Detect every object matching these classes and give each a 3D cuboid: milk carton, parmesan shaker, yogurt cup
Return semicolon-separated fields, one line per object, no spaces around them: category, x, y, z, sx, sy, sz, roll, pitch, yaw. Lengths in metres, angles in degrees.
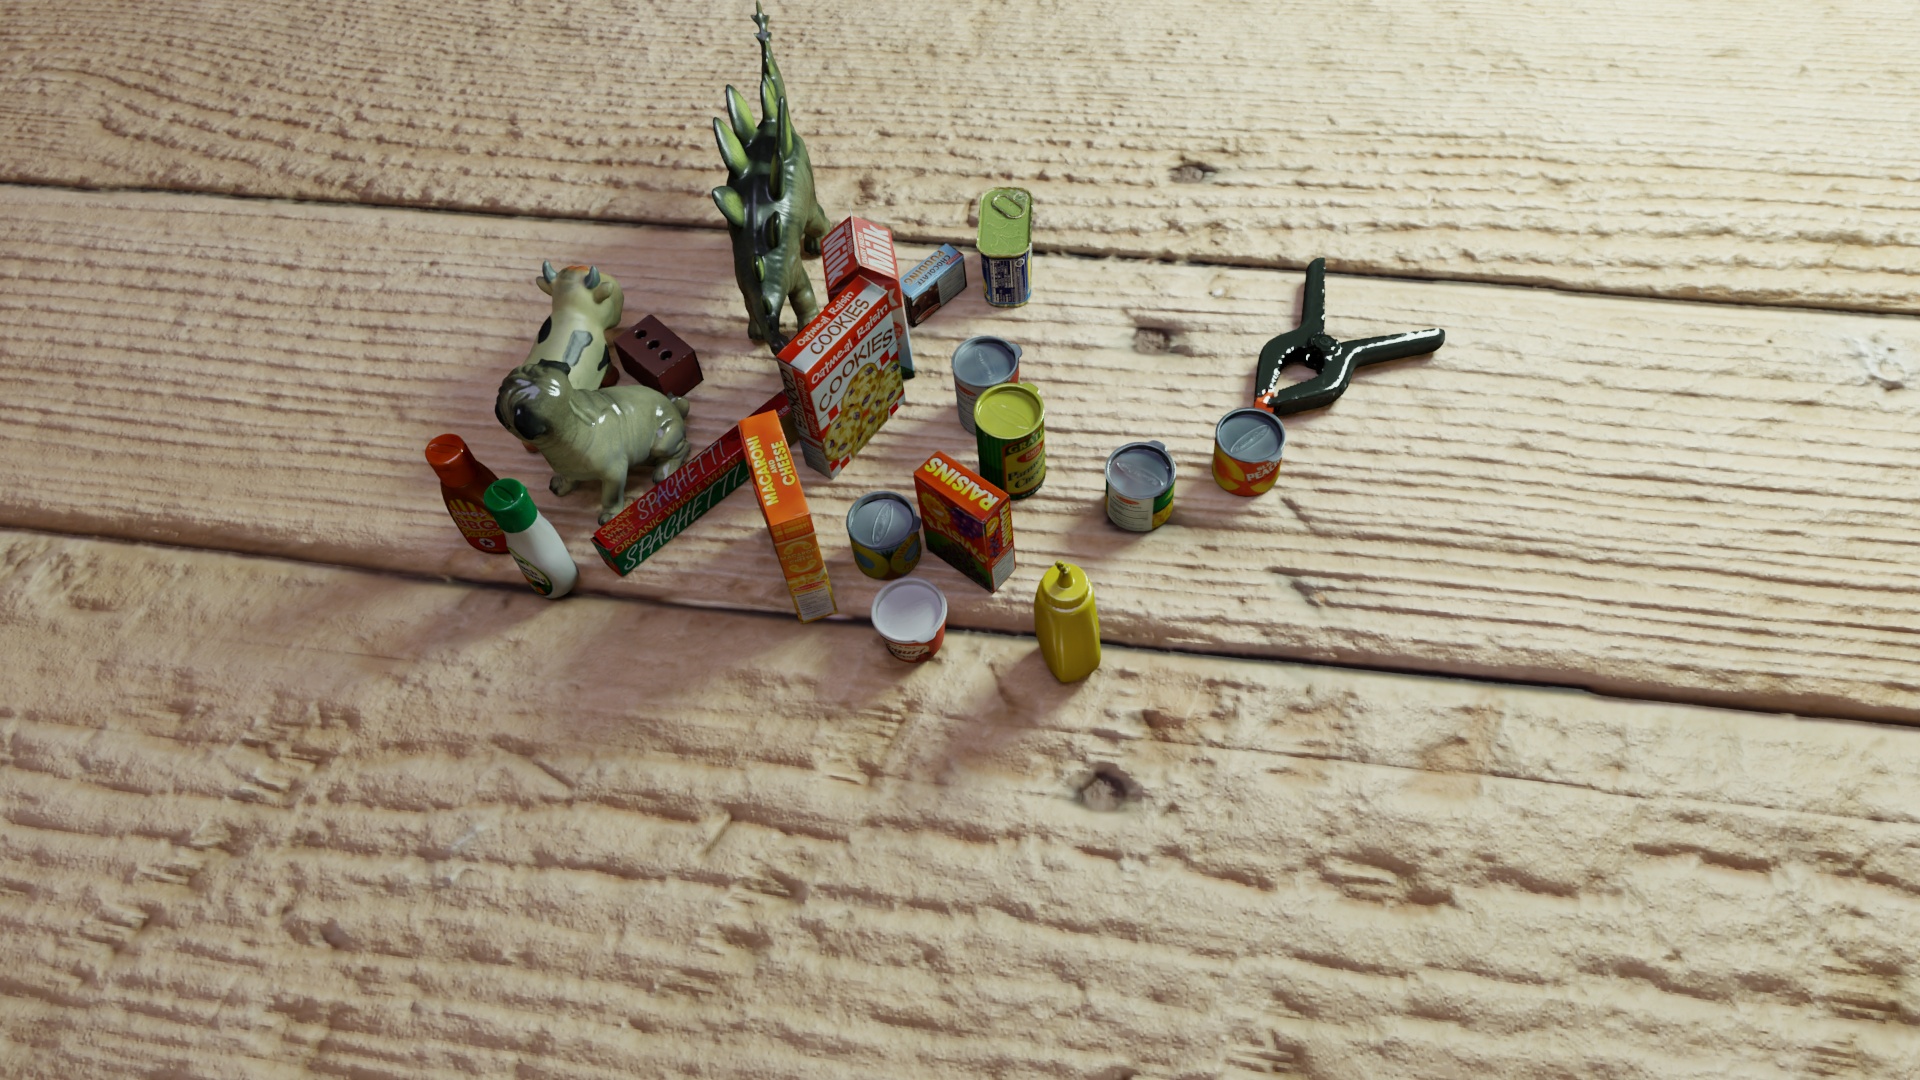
milk carton;-0.095;-0.243;1.392;0.073;0.189;0.072;-10;56;-1
parmesan shaker;0.051;-0.095;1.333;0.071;0.102;0.071;-2;57;4
yogurt cup;-0.044;0.075;1.258;0.072;0.053;0.073;-2;56;4

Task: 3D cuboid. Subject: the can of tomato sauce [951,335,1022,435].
can of tomato sauce;0.029;-0.154;1.386;0.071;0.082;0.071;-2;56;4

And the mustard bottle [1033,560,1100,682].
mustard bottle;0.091;0.062;1.190;0.049;0.159;0.065;-22;57;-9

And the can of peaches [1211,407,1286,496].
can of peaches;0.277;-0.083;1.332;0.071;0.057;0.071;-2;56;4

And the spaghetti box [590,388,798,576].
spaghetti box;-0.251;-0.059;1.367;0.251;0.050;0.029;-41;62;-20

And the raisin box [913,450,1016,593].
raisin box;0.005;-0.016;1.272;0.086;0.122;0.040;35;66;24

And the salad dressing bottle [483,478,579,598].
salad dressing bottle;-0.397;-0.002;1.283;0.064;0.147;0.044;32;65;23

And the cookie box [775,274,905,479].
cookie box;-0.113;-0.157;1.350;0.040;0.166;0.123;30;64;22

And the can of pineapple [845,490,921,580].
can of pineapple;-0.070;-0.003;1.310;0.071;0.057;0.071;-2;56;4

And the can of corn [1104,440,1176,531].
can of corn;0.172;-0.052;1.321;0.071;0.058;0.071;-2;56;4

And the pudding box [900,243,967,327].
pudding box;-0.032;-0.274;1.491;0.030;0.049;0.084;38;67;26

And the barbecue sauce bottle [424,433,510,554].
barbecue sauce bottle;-0.461;-0.044;1.316;0.065;0.147;0.044;5;57;8

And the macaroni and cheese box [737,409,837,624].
macaroni and cheese box;-0.157;-0.019;1.262;0.040;0.165;0.124;-18;57;-6
